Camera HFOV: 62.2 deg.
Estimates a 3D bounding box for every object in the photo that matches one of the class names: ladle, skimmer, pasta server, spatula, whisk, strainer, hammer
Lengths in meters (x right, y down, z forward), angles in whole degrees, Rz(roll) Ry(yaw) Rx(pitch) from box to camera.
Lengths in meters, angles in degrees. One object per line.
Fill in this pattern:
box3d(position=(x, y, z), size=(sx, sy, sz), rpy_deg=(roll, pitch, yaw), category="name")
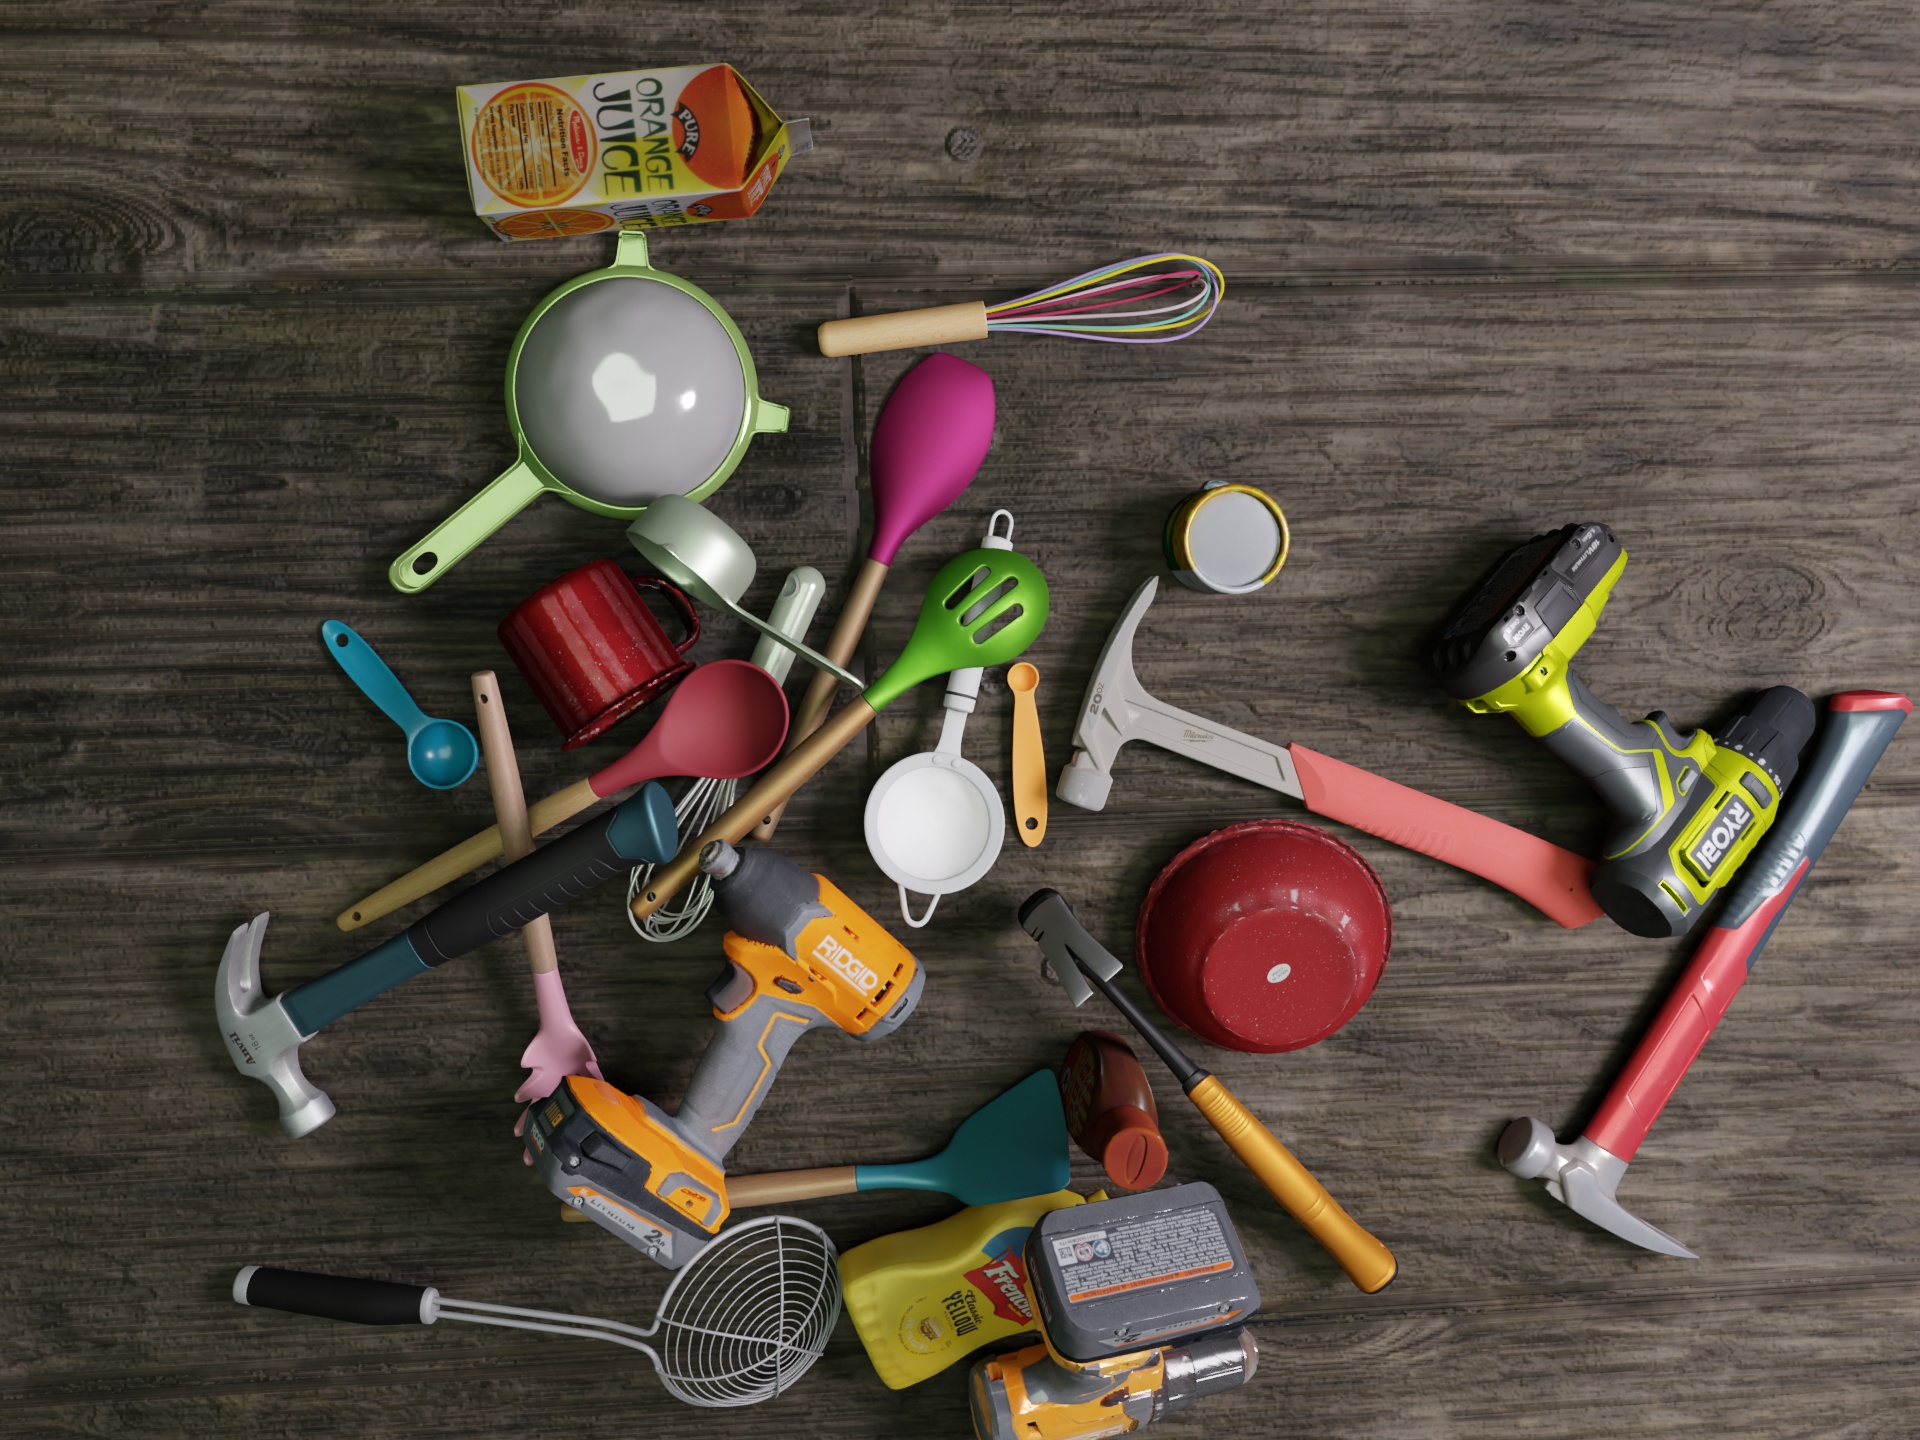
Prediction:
box3d(position=(-0.238, 0.053, 0.944), size=(0.315, 0.031, 0.069), rpy_deg=(-27, 91, 9), category="ladle")
box3d(position=(-0.258, 0.353, 0.986), size=(0.363, 0.090, 0.127), rpy_deg=(5, 106, 6), category="skimmer")
box3d(position=(-0.252, 0.125, 0.936), size=(0.060, 0.040, 0.316), rpy_deg=(-6, 108, 2), category="pasta server")
box3d(position=(-0.091, 0.279, 0.983), size=(0.317, 0.082, 0.044), rpy_deg=(-7, 137, 0), category="spatula")
box3d(position=(-0.138, 0.020, 0.964), size=(0.059, 0.058, 0.246), rpy_deg=(24, 90, -40), category="whisk")
box3d(position=(-0.236, -0.160, 0.926), size=(0.256, 0.069, 0.151), rpy_deg=(-40, 96, -2), category="strainer")
box3d(position=(-0.297, 0.125, 0.914), size=(0.331, 0.033, 0.128), rpy_deg=(-28, 97, 17), category="hammer")
box3d(position=(0.161, 0.238, 0.959), size=(0.034, 0.127, 0.336), rpy_deg=(-42, 107, 0), category="hammer")
box3d(position=(0.505, 0.156, 1.020), size=(0.143, 0.038, 0.386), rpy_deg=(31, 92, -7), category="hammer")
box3d(position=(0.248, 0.039, 0.994), size=(0.359, 0.037, 0.149), rpy_deg=(20, 93, -5), category="hammer")
box3d(position=(-0.002, -0.003, 0.971), size=(0.087, 0.050, 0.258), rpy_deg=(14, 88, -11), category="strainer")
box3d(position=(0.036, -0.247, 0.953), size=(0.245, 0.047, 0.051), rpy_deg=(-7, 82, 0), category="whisk")

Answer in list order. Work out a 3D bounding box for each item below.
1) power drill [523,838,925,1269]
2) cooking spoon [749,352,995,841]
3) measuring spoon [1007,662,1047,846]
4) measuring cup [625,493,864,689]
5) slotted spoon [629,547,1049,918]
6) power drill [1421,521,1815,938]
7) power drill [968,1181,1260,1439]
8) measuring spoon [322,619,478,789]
box3d(position=(-0.145, 0.184, 0.923), size=(0.226, 0.084, 0.164), rpy_deg=(-49, 120, -9), category="power drill")
box3d(position=(-0.060, -0.073, 0.971), size=(0.068, 0.017, 0.319), rpy_deg=(23, 92, -5), category="cooking spoon")
box3d(position=(0.041, 0.021, 0.992), size=(0.021, 0.011, 0.117), rpy_deg=(-5, 98, -5), category="measuring spoon")
box3d(position=(-0.118, -0.076, 0.929), size=(0.167, 0.083, 0.038), rpy_deg=(33, 79, 6), category="measuring cup")
box3d(position=(-0.072, 0.009, 0.936), size=(0.314, 0.031, 0.070), rpy_deg=(-41, 86, -4), category="slotted spoon")
box3d(position=(0.412, -0.008, 0.974), size=(0.228, 0.080, 0.190), rpy_deg=(47, 72, -7), category="power drill")
box3d(position=(0.109, 0.358, 0.936), size=(0.185, 0.084, 0.226), rpy_deg=(-6, 138, -16), category="power drill")
box3d(position=(-0.338, -0.012, 0.961), size=(0.042, 0.021, 0.128), rpy_deg=(-42, 87, 1), category="measuring spoon")
